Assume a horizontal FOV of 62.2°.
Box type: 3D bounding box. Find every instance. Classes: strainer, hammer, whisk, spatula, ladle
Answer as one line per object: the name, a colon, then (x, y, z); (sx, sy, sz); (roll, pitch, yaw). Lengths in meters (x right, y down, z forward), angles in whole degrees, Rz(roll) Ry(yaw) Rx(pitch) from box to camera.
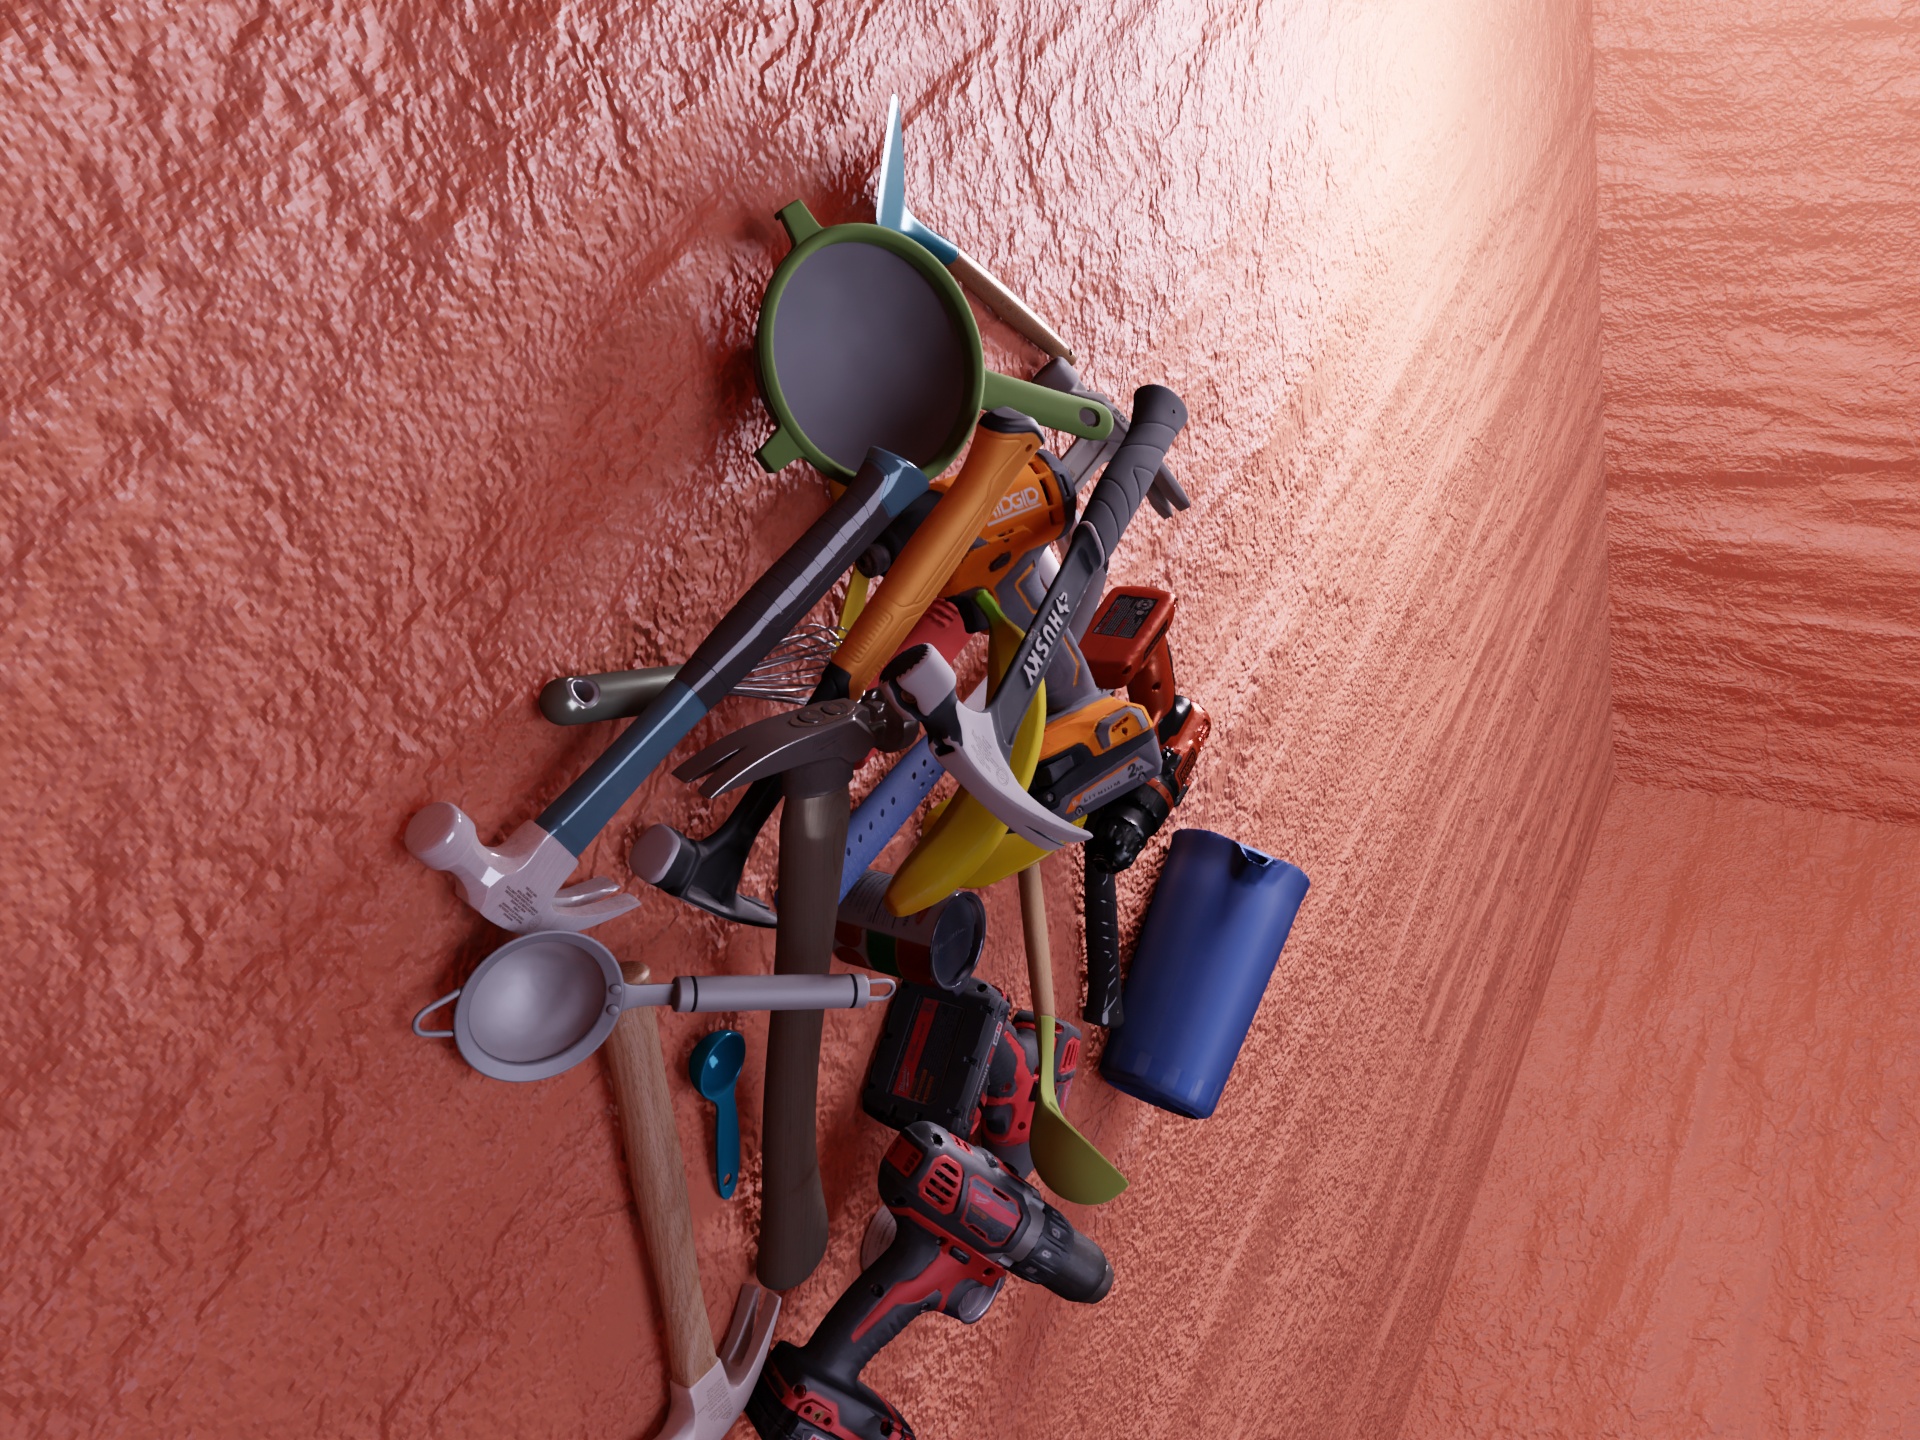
strainer: (-0.022, -0.199, 0.948); (0.256, 0.069, 0.151); (7, 86, -37)
strainer: (-0.153, 0.143, 0.828); (0.258, 0.050, 0.087); (4, 110, -26)
hammer: (0.027, -0.094, 1.090); (0.149, 0.037, 0.359); (46, 58, -14)
whisk: (-0.135, -0.021, 0.891); (0.246, 0.059, 0.058); (-10, 70, -53)
spatula: (0.014, -0.297, 1.051); (0.317, 0.044, 0.082); (20, 75, -59)
hammer: (-0.103, 0.180, 0.932); (0.146, 0.038, 0.410); (-20, 127, -41)
hammer: (0.077, -0.091, 0.968); (0.149, 0.036, 0.409); (52, 41, -21)
hammer: (-0.053, -0.032, 0.915); (0.337, 0.034, 0.127); (-56, 146, -2)
ladle: (0.069, 0.186, 1.133); (0.078, 0.062, 0.320); (58, 22, -52)
hammer: (-0.169, 0.289, 0.926); (0.130, 0.031, 0.331); (-33, 125, -50)
hammer: (-0.002, -0.004, 1.112); (0.406, 0.035, 0.144); (-50, 137, -40)
hammer: (-0.131, -0.024, 0.827); (0.331, 0.033, 0.128); (-49, 142, -17)
hammer: (0.119, 0.111, 1.336); (0.146, 0.035, 0.334); (-33, 125, -49)
whisk: (0.064, -0.030, 1.134); (0.055, 0.055, 0.239); (59, 46, -47)

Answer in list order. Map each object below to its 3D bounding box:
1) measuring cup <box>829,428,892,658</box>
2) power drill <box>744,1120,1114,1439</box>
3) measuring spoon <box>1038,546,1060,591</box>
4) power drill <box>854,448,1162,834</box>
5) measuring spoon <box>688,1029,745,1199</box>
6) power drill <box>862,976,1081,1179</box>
measuring cup: (-0.070, -0.108, 0.995); (0.062, 0.029, 0.156); (-11, 119, -59)
power drill: (-0.016, 0.400, 1.049); (0.187, 0.080, 0.227); (39, 78, -21)
measuring spoon: (0.048, -0.134, 1.081); (0.034, 0.018, 0.124); (-33, 97, -35)
power drill: (0.027, -0.046, 1.008); (0.164, 0.084, 0.226); (-25, 98, -36)
measuring spoon: (-0.150, 0.240, 0.966); (0.042, 0.021, 0.128); (-37, 137, -49)
power drill: (0.018, 0.273, 1.185); (0.219, 0.078, 0.143); (43, 62, -57)
